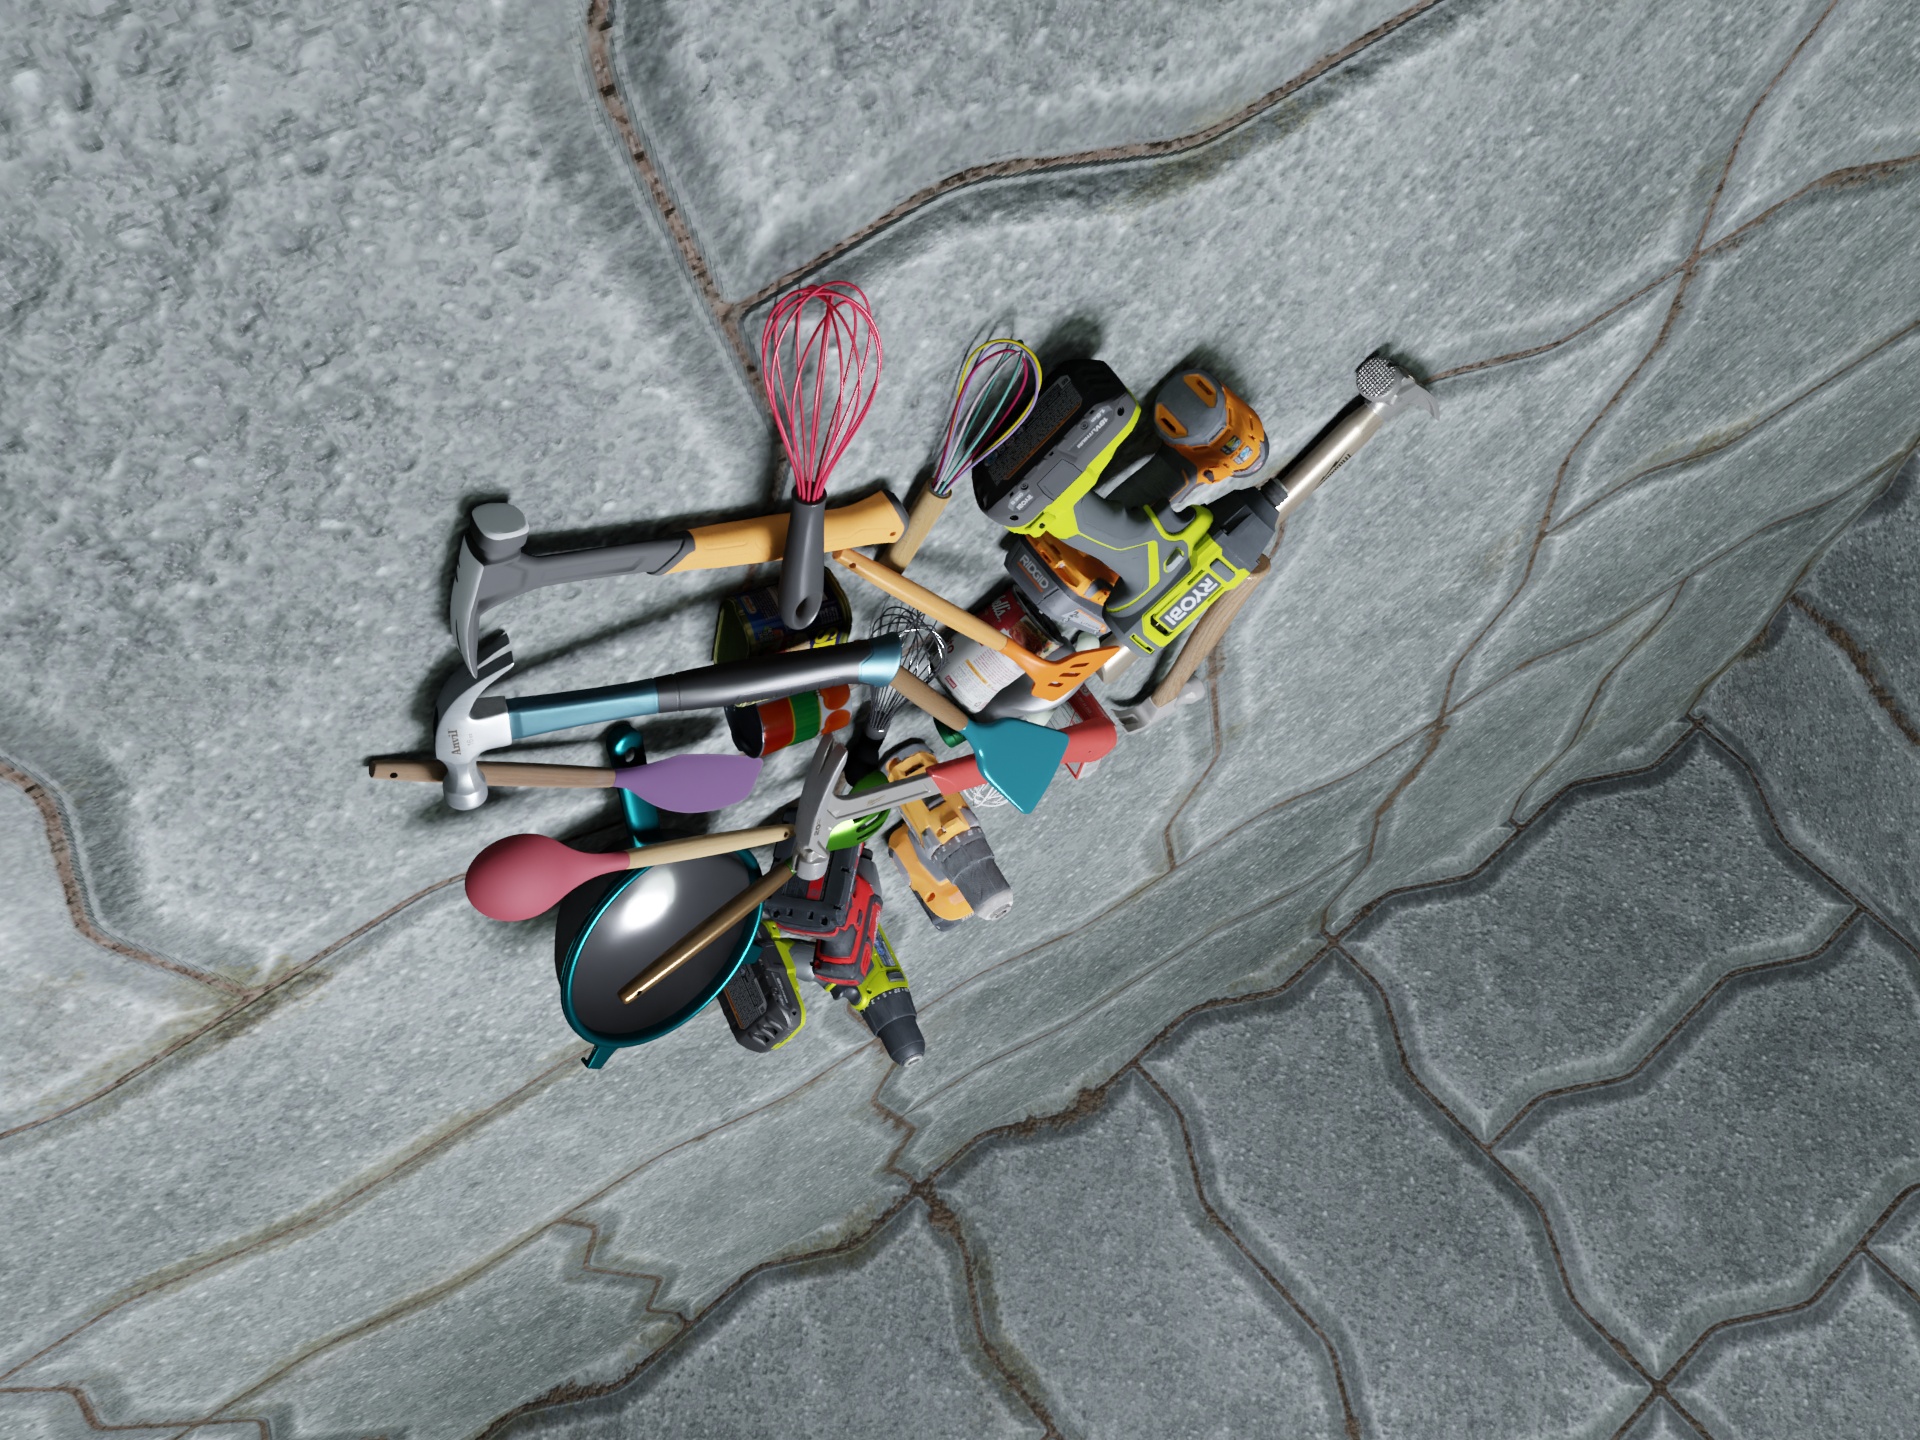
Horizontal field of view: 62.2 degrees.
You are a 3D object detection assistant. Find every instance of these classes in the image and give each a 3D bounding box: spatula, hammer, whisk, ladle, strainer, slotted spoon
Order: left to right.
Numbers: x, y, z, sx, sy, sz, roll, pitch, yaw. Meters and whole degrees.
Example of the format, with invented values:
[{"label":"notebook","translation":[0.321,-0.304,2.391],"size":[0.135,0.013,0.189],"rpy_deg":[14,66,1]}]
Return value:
[{"label":"spatula","translation":[-0.287,0.044,1.197],"size":[0.315,0.018,0.059],"rpy_deg":[5,123,-41]},{"label":"strainer","translation":[-0.281,0.124,1.348],"size":[0.211,0.095,0.340],"rpy_deg":[-33,138,-32]},{"label":"ladle","translation":[-0.248,0.108,1.271],"size":[0.315,0.031,0.069],"rpy_deg":[-7,111,-49]},{"label":"hammer","translation":[-0.201,-0.019,1.122],"size":[0.331,0.033,0.128],"rpy_deg":[-10,134,-17]},{"label":"hammer","translation":[-0.178,-0.110,1.077],"size":[0.336,0.034,0.127],"rpy_deg":[-15,148,-37]},{"label":"slotted spoon","translation":[-0.171,0.148,1.398],"size":[0.314,0.031,0.070],"rpy_deg":[-38,141,-25]},{"label":"whisk","translation":[-0.097,-0.160,1.020],"size":[0.073,0.073,0.295],"rpy_deg":[-22,149,-24]},{"label":"whisk","translation":[-0.067,-0.012,1.386],"size":[0.070,0.070,0.284],"rpy_deg":[-21,158,-26]},{"label":"whisk","translation":[-0.009,-0.185,1.150],"size":[0.047,0.051,0.245],"rpy_deg":[9,142,-24]},{"label":"spatula","translation":[-0.002,-0.004,1.318],"size":[0.082,0.044,0.317],"rpy_deg":[-61,148,-4]},{"label":"hammer","translation":[0.008,0.040,1.442],"size":[0.359,0.037,0.149],"rpy_deg":[-15,137,-38]},{"label":"spatula","translation":[0.014,-0.078,1.282],"size":[0.081,0.041,0.322],"rpy_deg":[-39,138,24]},{"label":"whisk","translation":[0.070,0.002,1.596],"size":[0.246,0.059,0.058],"rpy_deg":[-56,-176,35]},{"label":"hammer","translation":[0.238,-0.073,1.610],"size":[0.130,0.031,0.331],"rpy_deg":[-30,164,-23]},{"label":"hammer","translation":[0.280,-0.178,1.523],"size":[0.410,0.038,0.146],"rpy_deg":[-44,155,24]}]

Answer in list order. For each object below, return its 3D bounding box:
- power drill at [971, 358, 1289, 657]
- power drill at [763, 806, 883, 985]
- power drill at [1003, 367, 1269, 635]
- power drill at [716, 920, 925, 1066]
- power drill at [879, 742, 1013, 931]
[{"label":"power drill","translation":[0.132,-0.163,1.197],"size":[0.171,0.080,0.223],"rpy_deg":[-44,127,17]},{"label":"power drill","translation":[-0.123,0.168,1.568],"size":[0.078,0.143,0.219],"rpy_deg":[7,158,11]},{"label":"power drill","translation":[0.159,-0.177,1.321],"size":[0.226,0.084,0.164],"rpy_deg":[-46,154,17]},{"label":"power drill","translation":[-0.143,0.286,1.690],"size":[0.228,0.191,0.080],"rpy_deg":[6,137,-49]},{"label":"power drill","translation":[-0.008,0.140,1.585],"size":[0.084,0.185,0.226],"rpy_deg":[-30,159,-11]}]
